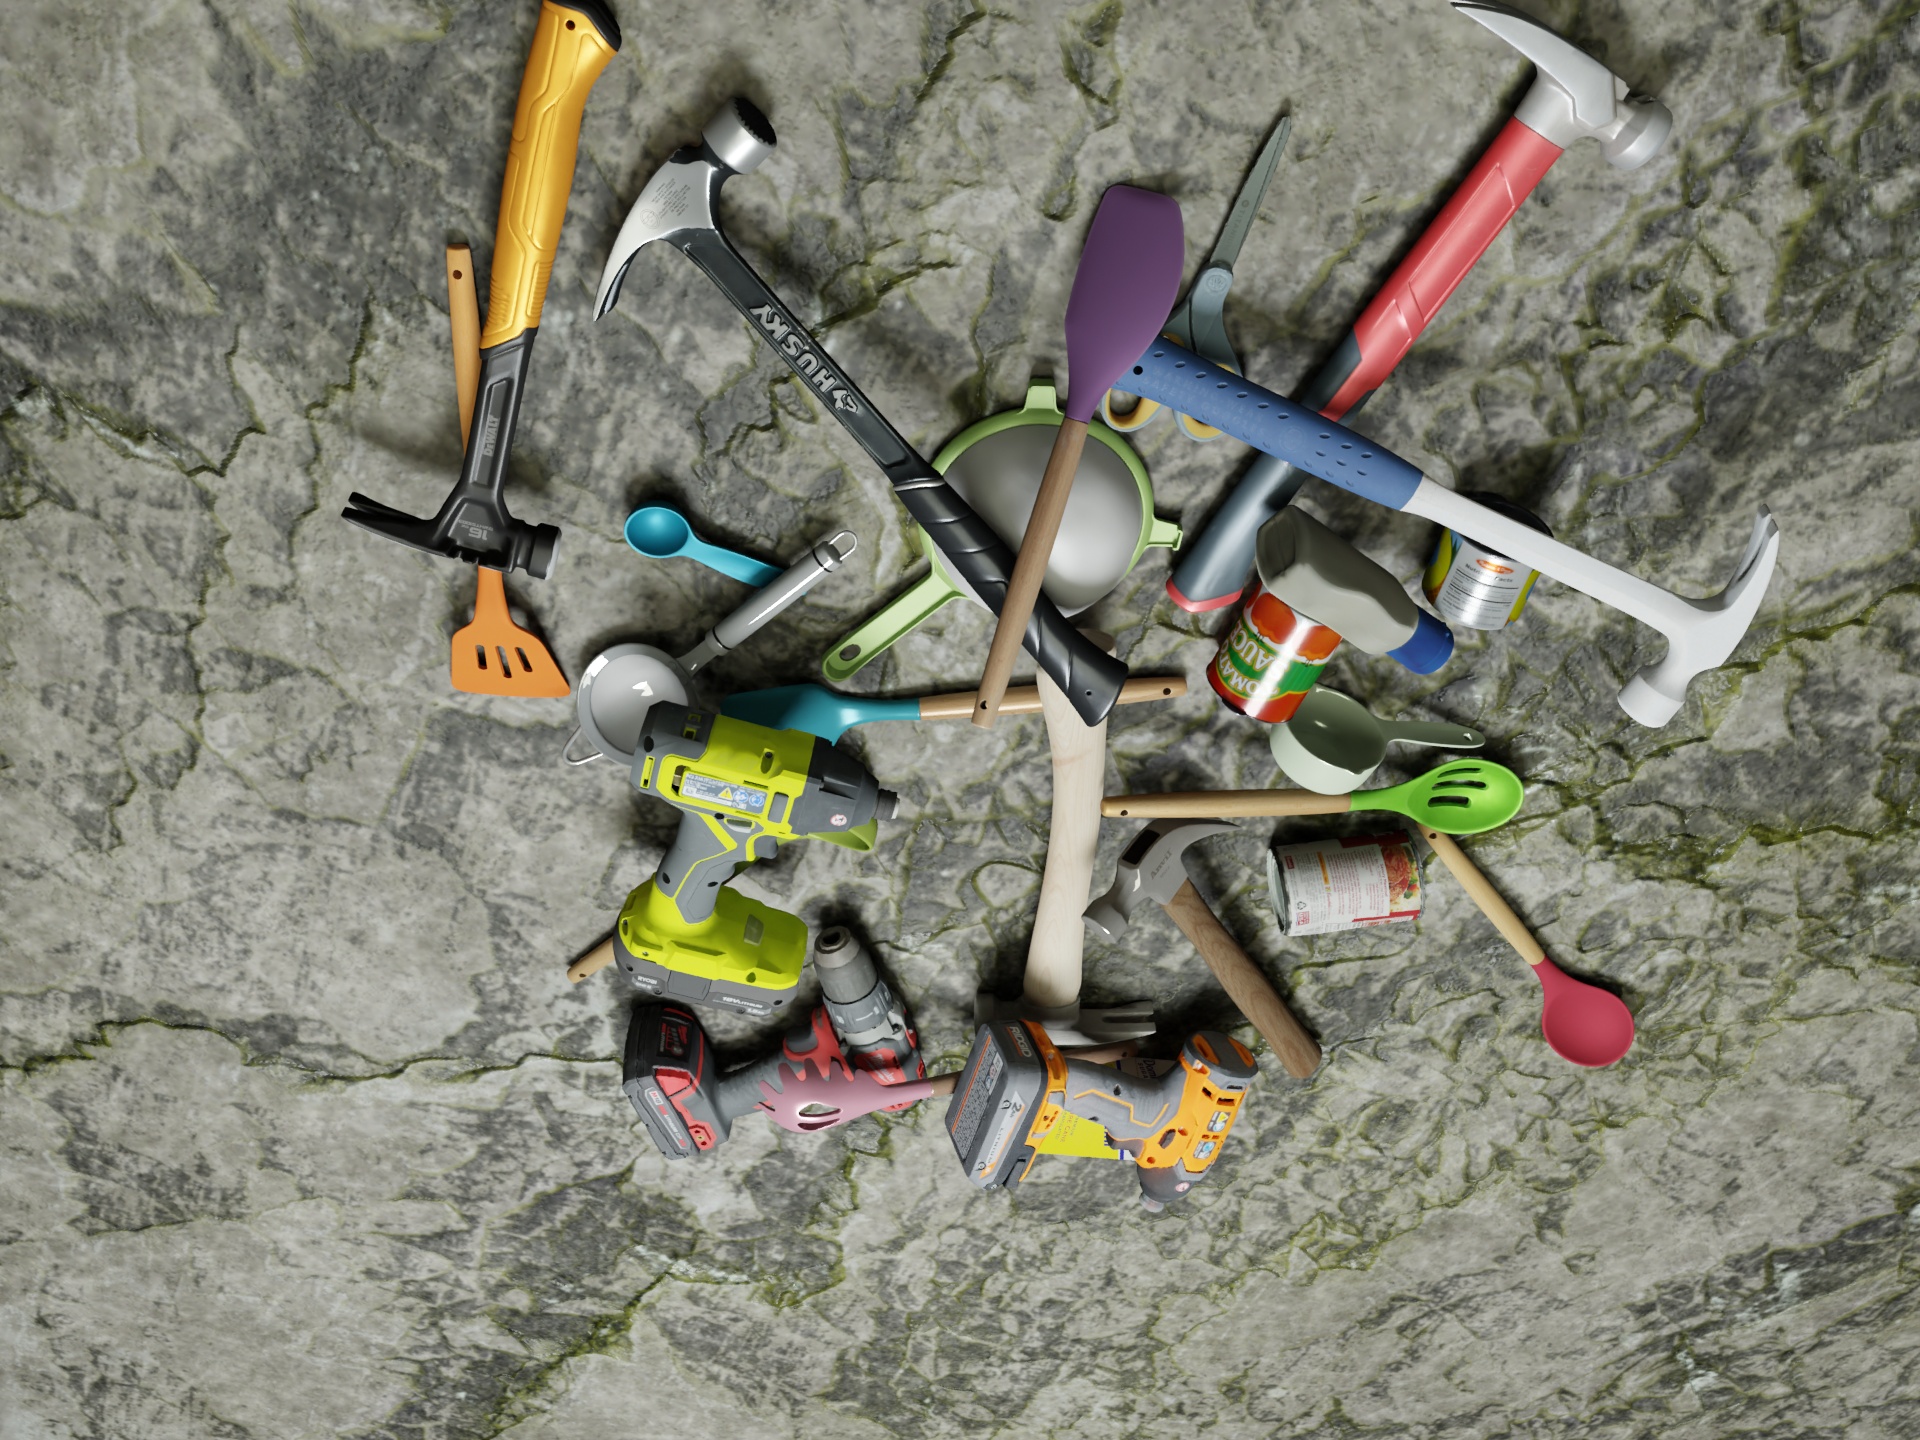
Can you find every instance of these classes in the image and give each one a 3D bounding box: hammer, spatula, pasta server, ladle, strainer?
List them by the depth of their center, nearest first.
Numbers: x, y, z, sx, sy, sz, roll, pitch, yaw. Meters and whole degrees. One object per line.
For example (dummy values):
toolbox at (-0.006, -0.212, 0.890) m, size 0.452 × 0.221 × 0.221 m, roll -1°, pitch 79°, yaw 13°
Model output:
hammer at (-0.257, -0.239, 0.893) m, size 0.127 × 0.034 × 0.336 m, roll 14°, pitch 120°, yaw -14°
spatula at (0.060, -0.145, 0.905) m, size 0.060 × 0.018 × 0.316 m, roll 20°, pitch 98°, yaw 16°
hammer at (0.276, -0.135, 0.928) m, size 0.405 × 0.035 × 0.144 m, roll 25°, pitch 125°, yaw -4°
hammer at (-0.042, -0.150, 0.929) m, size 0.149 × 0.036 × 0.408 m, roll -35°, pitch 107°, yaw 26°
hammer at (0.226, -0.220, 0.933) m, size 0.143 × 0.038 × 0.386 m, roll 24°, pitch 123°, yaw -17°
spatula at (-0.297, -0.140, 0.997) m, size 0.081 × 0.041 × 0.322 m, roll 3°, pitch 123°, yaw -3°
strainer at (0.008, -0.086, 1.011) m, size 0.256 × 0.069 × 0.151 m, roll -35°, pitch 121°, yaw 21°
strainer at (-0.163, -0.048, 1.051) m, size 0.258 × 0.050 × 0.087 m, roll -35°, pitch 95°, yaw 21°
spatula at (-0.002, -0.003, 1.092) m, size 0.317 × 0.044 × 0.082 m, roll -6°, pitch 117°, yaw 2°
hammer at (0.089, 0.101, 1.158) m, size 0.146 × 0.038 × 0.410 m, roll 0°, pitch 132°, yaw -3°
ladle at (-0.188, 0.131, 1.185) m, size 0.320 × 0.062 × 0.078 m, roll -34°, pitch 128°, yaw 26°
hammer at (0.208, 0.184, 1.219) m, size 0.130 × 0.031 × 0.331 m, roll -52°, pitch 131°, yaw -13°
ladle at (0.438, 0.172, 1.245) m, size 0.069 × 0.031 × 0.315 m, roll -34°, pitch 119°, yaw 20°
pasta server at (-0.003, 0.282, 1.265) m, size 0.316 × 0.040 × 0.060 m, roll -6°, pitch 123°, yaw -22°

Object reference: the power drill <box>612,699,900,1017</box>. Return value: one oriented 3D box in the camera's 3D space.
power drill at (-0.146, 0.097, 1.078) m, size 0.171 × 0.080 × 0.223 m, roll 15°, pitch 129°, yaw -7°

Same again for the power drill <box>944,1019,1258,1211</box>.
power drill at (0.109, 0.318, 1.253) m, size 0.226 × 0.084 × 0.164 m, roll 10°, pitch 114°, yaw -23°

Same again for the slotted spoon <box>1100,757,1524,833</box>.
slotted spoon at (0.249, 0.055, 1.120) m, size 0.313 × 0.031 × 0.070 m, roll -1°, pitch 128°, yaw -13°

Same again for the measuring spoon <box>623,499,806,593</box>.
measuring spoon at (-0.156, -0.111, 1.028) m, size 0.128 × 0.021 × 0.042 m, roll 21°, pitch 131°, yaw -27°

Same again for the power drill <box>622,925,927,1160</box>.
power drill at (-0.152, 0.255, 1.269) m, size 0.226 × 0.080 × 0.187 m, roll -14°, pitch 127°, yaw 6°

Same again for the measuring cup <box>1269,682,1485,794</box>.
measuring cup at (0.290, 0.018, 1.108) m, size 0.167 × 0.083 × 0.038 m, roll 3°, pitch 138°, yaw -23°
